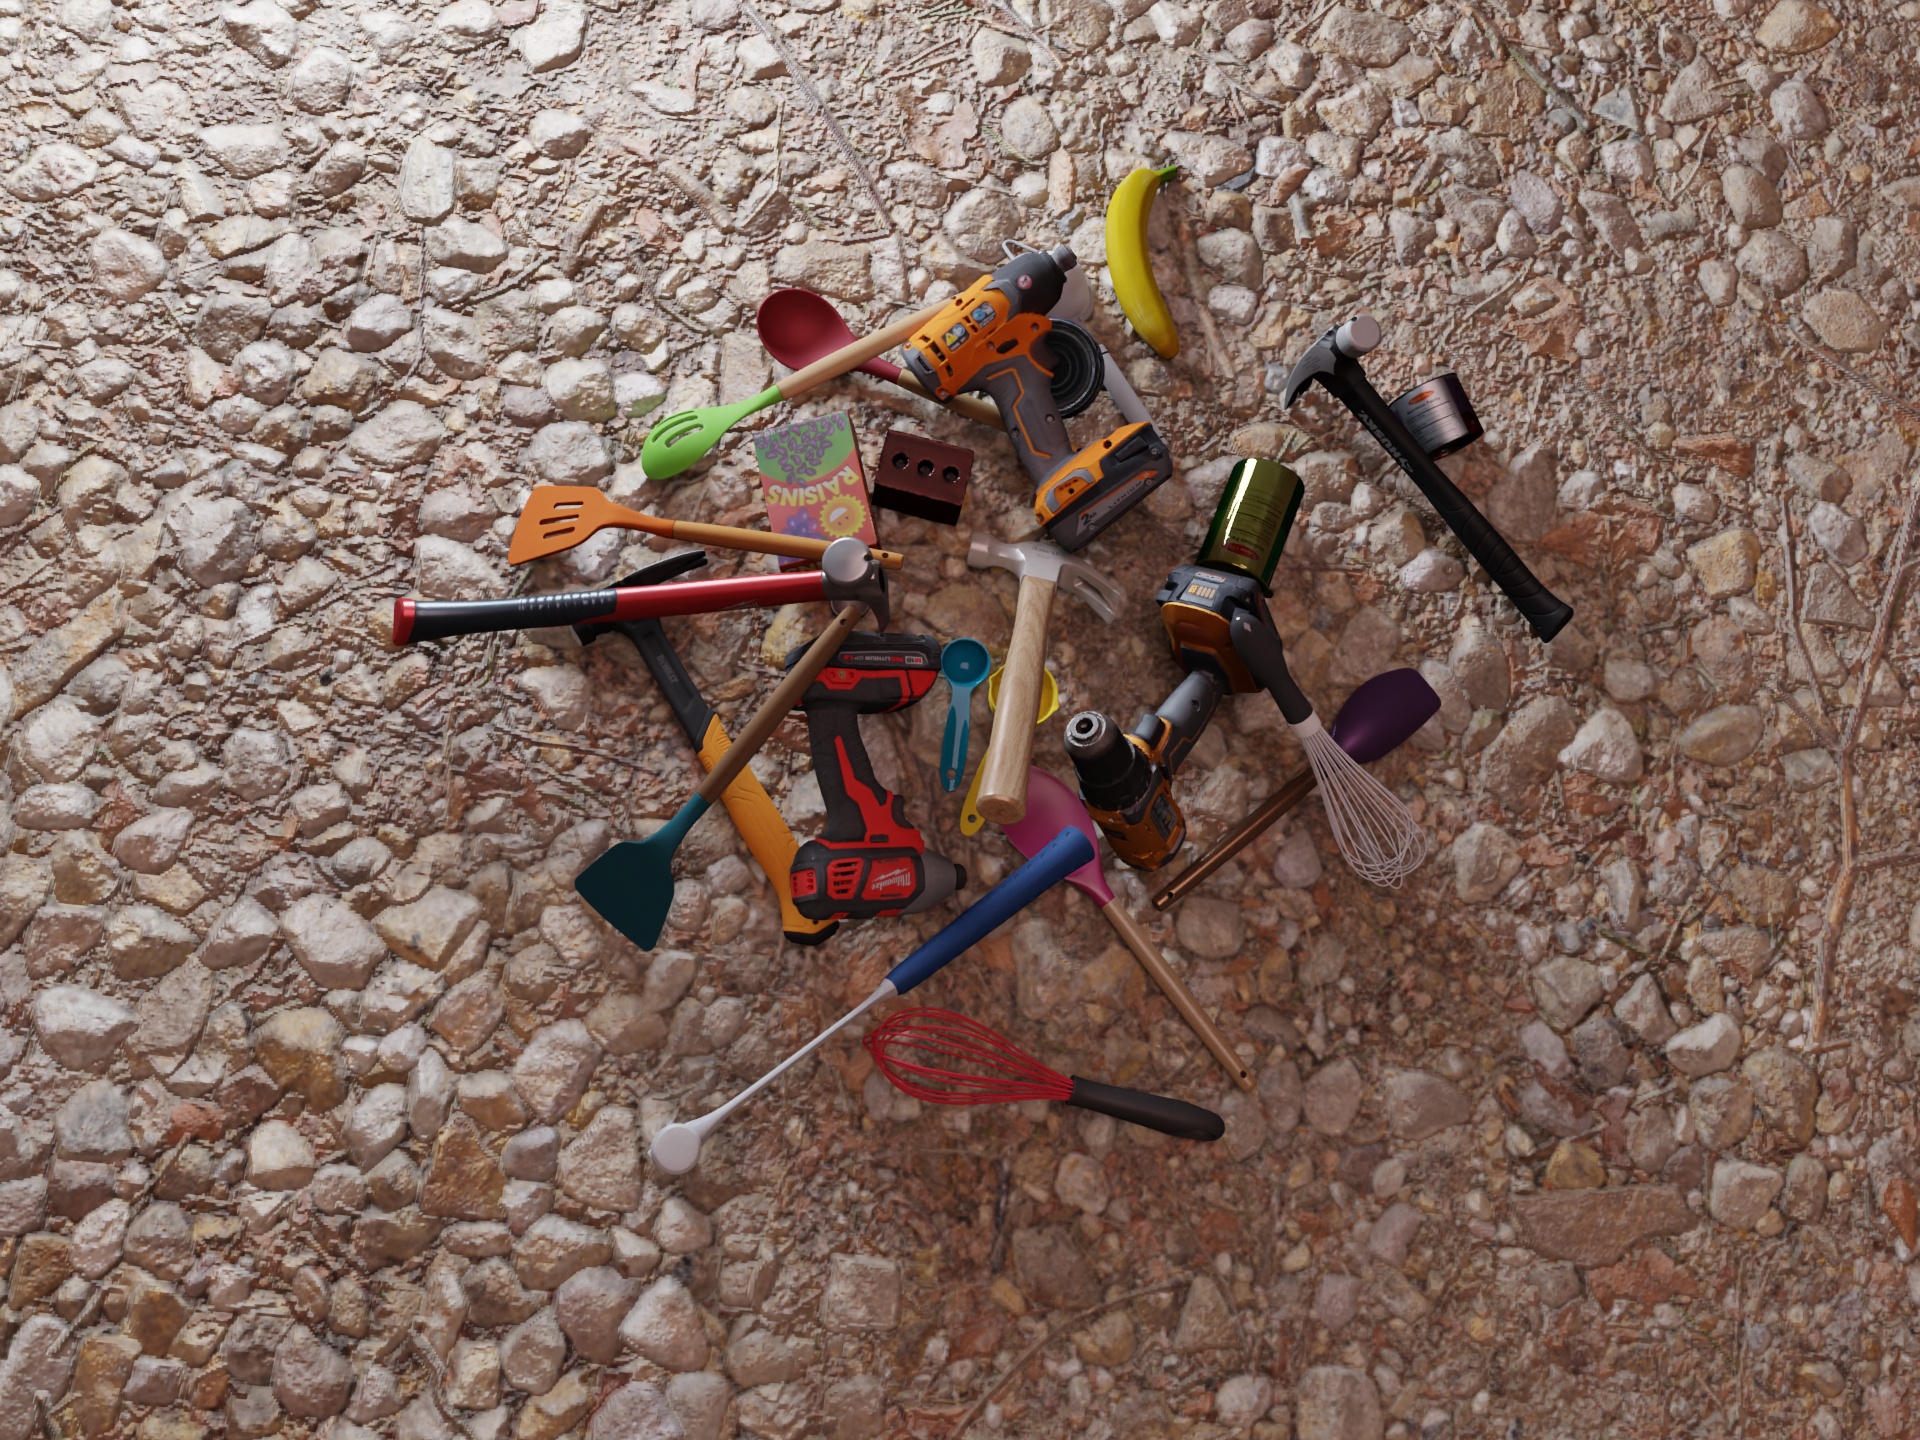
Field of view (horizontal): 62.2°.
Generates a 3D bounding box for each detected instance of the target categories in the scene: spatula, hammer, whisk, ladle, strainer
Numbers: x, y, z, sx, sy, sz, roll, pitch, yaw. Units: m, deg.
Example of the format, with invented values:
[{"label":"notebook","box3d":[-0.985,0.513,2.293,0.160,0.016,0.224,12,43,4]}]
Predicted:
[{"label":"spatula","box3d":[-0.206,-0.146,1.286,0.322,0.041,0.081,8,61,2]},{"label":"hammer","box3d":[-0.185,0.026,1.276,0.127,0.034,0.337,-29,81,-11]},{"label":"spatula","box3d":[-0.178,0.037,1.214,0.082,0.044,0.317,40,95,5]},{"label":"whisk","box3d":[0.289,0.025,1.267,0.070,0.070,0.284,-42,113,-14]},{"label":"hammer","box3d":[-0.249,-0.087,1.240,0.386,0.143,0.038,-5,77,5]},{"label":"spatula","box3d":[0.279,0.057,1.331,0.316,0.018,0.060,-38,82,-15]},{"label":"hammer","box3d":[0.052,-0.039,1.227,0.130,0.031,0.332,12,40,-1]},{"label":"whisk","box3d":[0.066,0.281,1.232,0.295,0.073,0.073,16,75,-8]},{"label":"hammer","box3d":[0.410,-0.197,1.370,0.035,0.146,0.334,-44,96,-14]},{"label":"ladle","box3d":[-0.028,-0.288,1.376,0.315,0.031,0.069,23,85,-3]},{"label":"strainer","box3d":[0.118,-0.330,1.398,0.087,0.050,0.258,-30,85,-27]},{"label":"hammer","box3d":[-0.063,0.208,1.205,0.405,0.144,0.035,-35,84,-19]}]

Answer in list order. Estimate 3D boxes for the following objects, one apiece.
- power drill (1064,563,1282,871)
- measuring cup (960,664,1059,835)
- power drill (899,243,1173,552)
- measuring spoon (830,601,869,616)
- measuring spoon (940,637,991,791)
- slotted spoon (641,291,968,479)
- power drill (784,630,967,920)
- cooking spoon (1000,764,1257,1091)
[{"label":"power drill","box3d":[0.162,-0.014,1.253,0.084,0.185,0.226,18,69,34]},{"label":"measuring cup","box3d":[0.032,0.025,1.304,0.062,0.029,0.156,23,75,1]},{"label":"power drill","box3d":[0.078,-0.271,1.316,0.164,0.084,0.226,-38,89,13]},{"label":"measuring spoon","box3d":[-0.089,-0.139,1.340,0.034,0.018,0.124,-1,69,7]},{"label":"measuring spoon","box3d":[-0.002,-0.004,1.317,0.042,0.021,0.129,8,85,-4]},{"label":"slotted spoon","box3d":[-0.130,-0.288,1.337,0.314,0.031,0.070,-28,46,-7]},{"label":"power drill","box3d":[-0.066,0.046,1.252,0.143,0.078,0.220,2,78,-30]},{"label":"cooking spoon","box3d":[0.135,0.168,1.286,0.069,0.017,0.319,-35,82,-18]}]
